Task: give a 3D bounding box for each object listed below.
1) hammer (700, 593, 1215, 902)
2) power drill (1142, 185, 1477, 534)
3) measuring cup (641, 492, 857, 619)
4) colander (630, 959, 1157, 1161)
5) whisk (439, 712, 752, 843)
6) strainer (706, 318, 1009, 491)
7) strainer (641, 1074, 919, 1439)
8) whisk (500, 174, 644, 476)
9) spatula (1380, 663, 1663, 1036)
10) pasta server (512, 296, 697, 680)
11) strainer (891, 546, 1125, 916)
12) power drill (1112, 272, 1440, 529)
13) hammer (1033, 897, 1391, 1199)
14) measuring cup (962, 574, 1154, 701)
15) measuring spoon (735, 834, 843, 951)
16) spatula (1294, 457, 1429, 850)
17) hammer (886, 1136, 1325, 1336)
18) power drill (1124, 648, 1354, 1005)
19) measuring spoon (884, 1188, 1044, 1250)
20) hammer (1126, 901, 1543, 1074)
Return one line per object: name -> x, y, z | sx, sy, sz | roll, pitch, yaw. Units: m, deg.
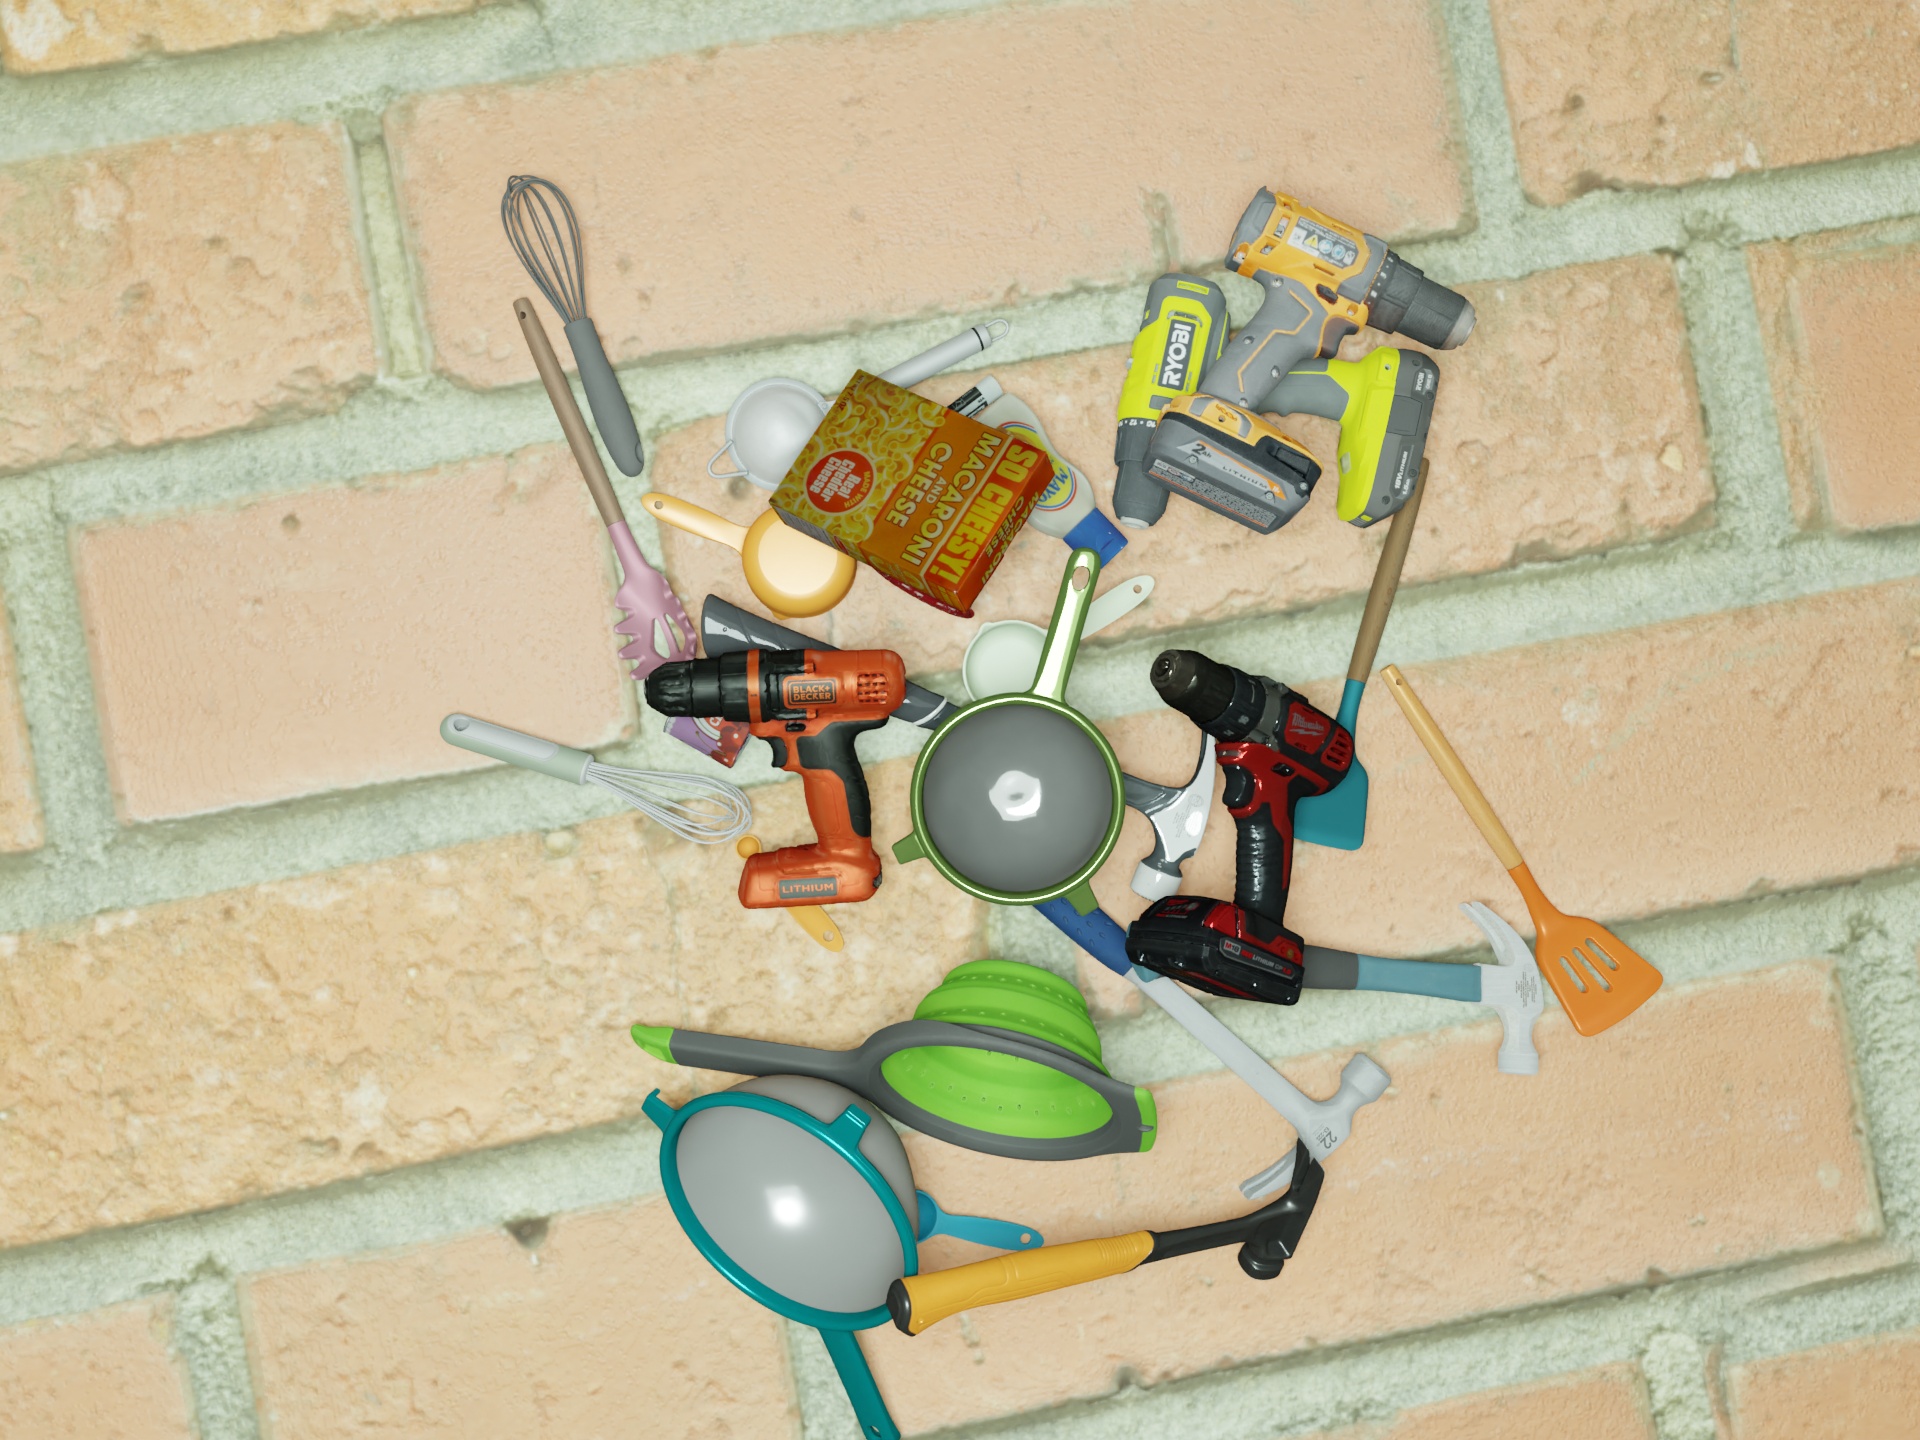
hammer -> -0.002, -0.004, 1.181 | 0.409, 0.036, 0.149 | 22, 95, -4
power drill -> 0.251, -0.250, 1.143 | 0.185, 0.084, 0.226 | 25, 82, 2
measuring cup -> -0.161, -0.138, 1.199 | 0.173, 0.052, 0.095 | 21, 88, -5
colander -> -0.047, 0.231, 1.182 | 0.397, 0.204, 0.095 | 6, 54, 12
whisk -> -0.273, 0.039, 1.195 | 0.246, 0.059, 0.058 | 17, 52, 1
strainer -> -0.077, -0.248, 1.214 | 0.258, 0.050, 0.087 | -28, 101, -7
strainer -> -0.089, 0.388, 1.179 | 0.211, 0.095, 0.340 | -4, 116, 31
whisk -> -0.288, -0.297, 1.200 | 0.055, 0.055, 0.239 | -20, 96, -4
spatula -> 0.424, 0.092, 1.241 | 0.081, 0.041, 0.322 | -34, 90, -5
pasta server -> -0.274, -0.174, 1.201 | 0.060, 0.040, 0.316 | -23, 90, 12
strainer -> 0.054, 0.002, 1.131 | 0.151, 0.069, 0.256 | 16, 94, 0
power drill -> 0.232, -0.223, 1.215 | 0.228, 0.080, 0.190 | 13, 87, -1
hammer -> 0.137, 0.198, 1.223 | 0.405, 0.035, 0.144 | 41, 87, -2
measuring cup -> 0.076, -0.062, 1.223 | 0.167, 0.038, 0.083 | -33, 92, -5
measuring spoon -> -0.130, 0.133, 1.222 | 0.021, 0.011, 0.117 | -42, 95, -4
spatula -> 0.315, -0.057, 1.234 | 0.082, 0.044, 0.317 | 15, 86, 24
hammer -> 0.107, 0.378, 1.133 | 0.336, 0.034, 0.127 | -3, 125, -26
power drill -> 0.188, 0.071, 1.128 | 0.187, 0.080, 0.227 | 26, 72, -34
measuring spoon -> 0.002, 0.388, 1.226 | 0.128, 0.021, 0.042 | 15, 88, -12
hammer -> 0.287, 0.191, 1.210 | 0.331, 0.033, 0.128 | 7, 77, -10
